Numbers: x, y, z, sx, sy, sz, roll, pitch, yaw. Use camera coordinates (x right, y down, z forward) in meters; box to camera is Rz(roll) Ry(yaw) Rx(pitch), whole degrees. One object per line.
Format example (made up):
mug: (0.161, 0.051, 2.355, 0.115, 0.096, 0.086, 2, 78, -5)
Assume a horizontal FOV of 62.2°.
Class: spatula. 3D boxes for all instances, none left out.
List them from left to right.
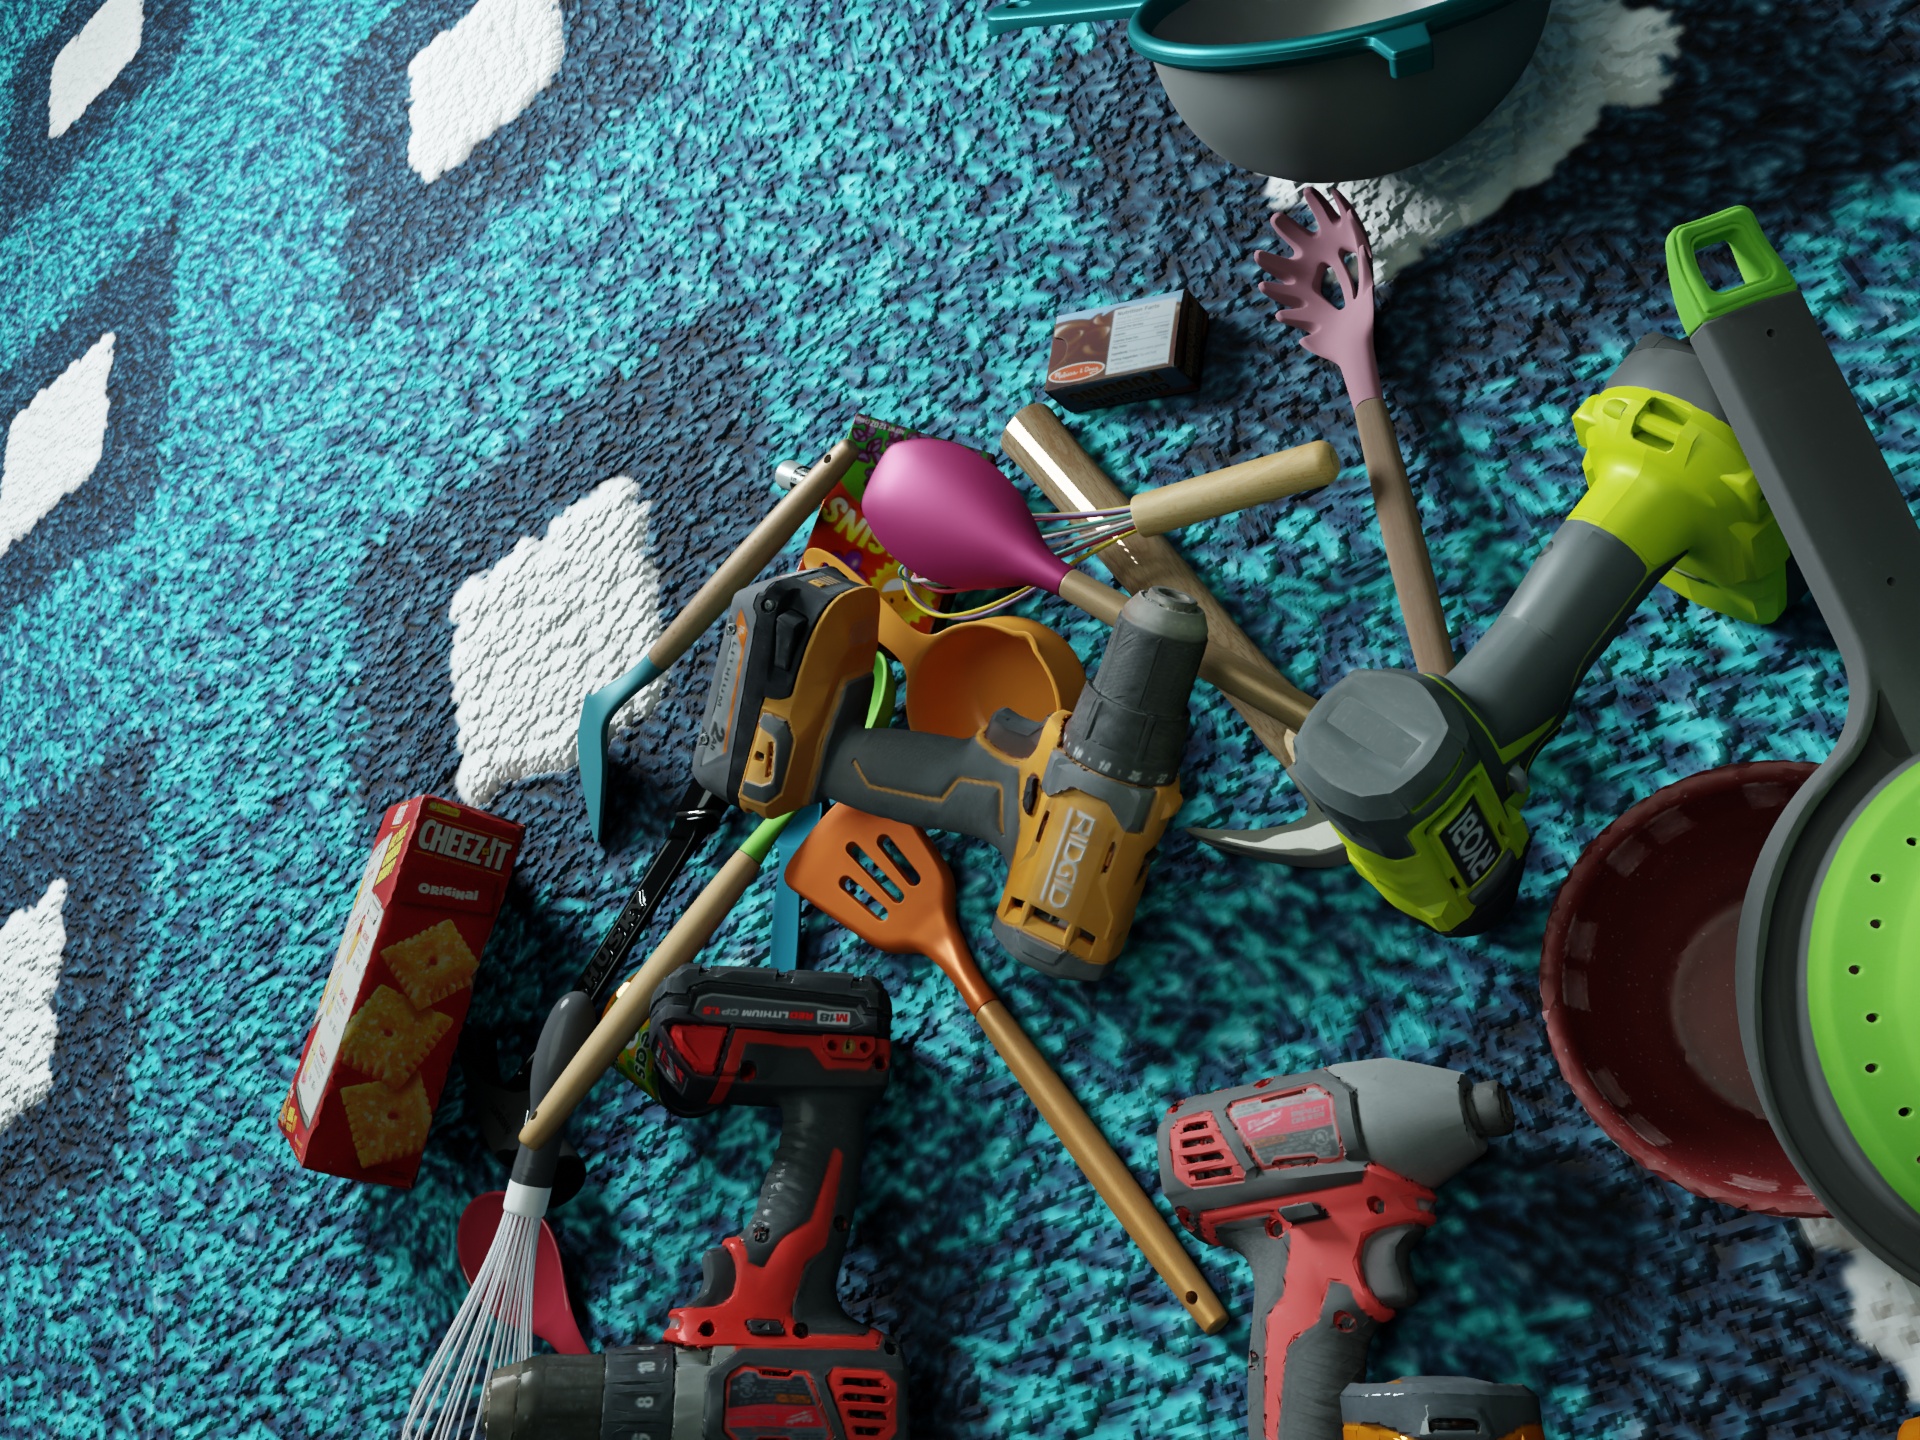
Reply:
spatula: (-0.153, -0.050, 0.930, 0.317, 0.044, 0.082, -43, 49, 28)
spatula: (0.021, 0.155, 0.761, 0.081, 0.041, 0.323, -47, 52, 9)

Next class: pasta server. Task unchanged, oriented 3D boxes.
pasta server: (0.192, -0.129, 0.744, 0.060, 0.040, 0.317, -35, 46, 39)

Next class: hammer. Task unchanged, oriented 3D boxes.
hammer: (-0.166, 0.071, 0.932, 0.149, 0.036, 0.409, 31, 88, 46)
hammer: (0.108, -0.057, 0.796, 0.130, 0.031, 0.332, -44, 51, 11)

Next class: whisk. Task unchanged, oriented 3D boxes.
whisk: (-0.235, 0.284, 0.837, 0.070, 0.070, 0.285, 6, 79, 37)
whisk: (0.069, -0.100, 0.794, 0.245, 0.051, 0.047, -13, 58, 31)

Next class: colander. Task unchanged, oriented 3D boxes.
colander: (0.319, 0.005, 0.475, 0.204, 0.094, 0.397, -20, 79, -1)

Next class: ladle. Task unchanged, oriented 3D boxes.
ladle: (-0.178, 0.361, 0.823, 0.316, 0.031, 0.069, 39, 106, 38)

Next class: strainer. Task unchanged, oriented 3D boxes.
strainer: (0.149, -0.341, 0.834, 0.341, 0.095, 0.211, 18, 48, 42)

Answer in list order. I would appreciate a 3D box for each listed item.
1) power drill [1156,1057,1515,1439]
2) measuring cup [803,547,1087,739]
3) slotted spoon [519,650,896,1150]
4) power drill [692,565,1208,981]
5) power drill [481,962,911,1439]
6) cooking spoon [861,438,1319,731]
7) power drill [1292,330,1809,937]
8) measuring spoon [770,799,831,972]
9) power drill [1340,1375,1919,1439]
power drill: (0.157, 0.240, 0.606, 0.143, 0.078, 0.220, -21, 57, 27)
measuring cup: (-0.008, -0.036, 0.821, 0.174, 0.052, 0.095, 42, 117, 18)
slotted spoon: (-0.128, 0.093, 0.840, 0.314, 0.031, 0.070, -53, 24, -13)
power drill: (-0.001, -0.002, 0.748, 0.226, 0.084, 0.185, 24, 111, 18)
power drill: (-0.117, 0.234, 0.745, 0.080, 0.188, 0.227, 119, 153, -62)
cooking spoon: (0.071, -0.054, 0.753, 0.319, 0.017, 0.068, 32, 101, 29)
power drill: (0.234, -0.021, 0.614, 0.223, 0.171, 0.080, -49, 50, -3)
measuring spoon: (-0.089, 0.096, 0.886, 0.042, 0.021, 0.129, -5, 77, 38)
power drill: (0.233, 0.284, 0.470, 0.226, 0.084, 0.164, -2, 67, 7)
